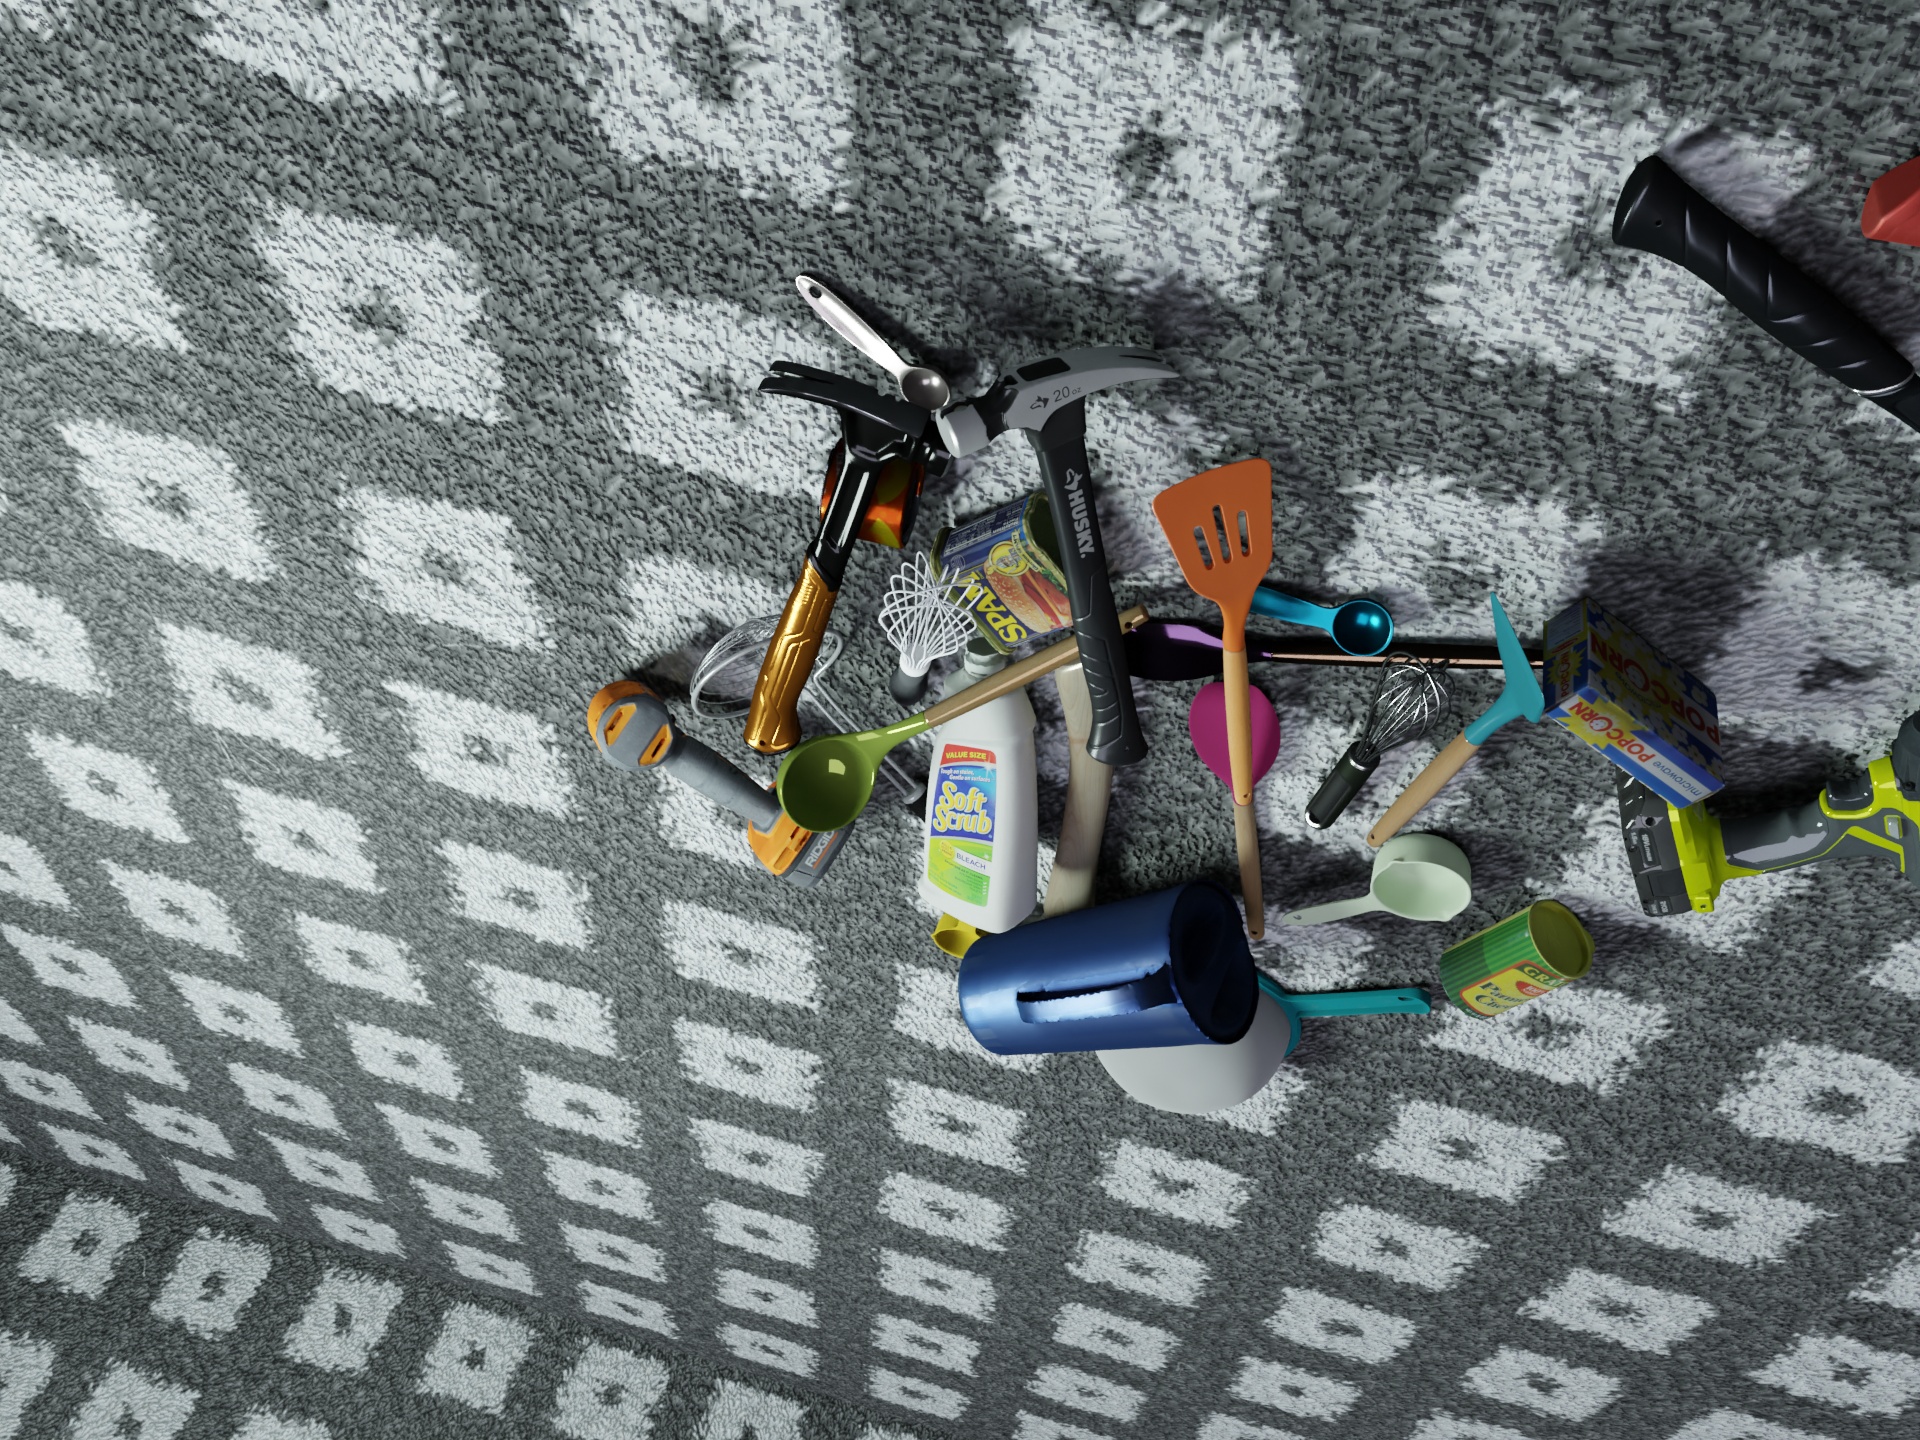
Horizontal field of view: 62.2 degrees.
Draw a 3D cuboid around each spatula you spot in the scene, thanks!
[{"bbox_3d":[0.341,0.023,1.122,0.044,0.082,0.317,-9,154,-14],"label":"spatula"},{"bbox_3d":[0.247,-0.046,1.124,0.316,0.018,0.059,2,137,22],"label":"spatula"},{"bbox_3d":[0.189,-0.044,1.110,0.081,0.041,0.322,-20,141,-4],"label":"spatula"}]

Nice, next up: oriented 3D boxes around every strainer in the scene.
[{"bbox_3d":[0.261,0.297,1.458,0.340,0.095,0.210,-11,132,33],"label":"strainer"}]

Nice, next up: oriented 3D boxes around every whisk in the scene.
[{"bbox_3d":[0.294,0.022,1.146,0.058,0.059,0.246,51,157,18],"label":"whisk"},{"bbox_3d":[-0.028,-0.052,1.137,0.070,0.070,0.284,20,166,-1],"label":"whisk"}]

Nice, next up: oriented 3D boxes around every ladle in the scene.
[{"bbox_3d":[-0.002,-0.004,1.167,0.320,0.062,0.078,-26,126,24],"label":"ladle"}]

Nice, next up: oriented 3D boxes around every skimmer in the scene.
[{"bbox_3d":[-0.073,0.041,1.297,0.127,0.090,0.363,-33,123,16],"label":"skimmer"}]

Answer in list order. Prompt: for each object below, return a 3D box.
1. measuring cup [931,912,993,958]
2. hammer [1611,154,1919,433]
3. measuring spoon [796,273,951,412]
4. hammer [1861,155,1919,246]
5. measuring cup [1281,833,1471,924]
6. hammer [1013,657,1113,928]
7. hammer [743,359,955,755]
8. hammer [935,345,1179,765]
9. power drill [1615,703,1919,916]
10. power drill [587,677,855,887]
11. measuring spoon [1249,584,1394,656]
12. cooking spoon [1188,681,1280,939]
[{"bbox_3d":[0.011,0.171,1.457,0.062,0.029,0.156,16,143,4],"label":"measuring cup"},{"bbox_3d":[0.514,-0.176,0.854,0.408,0.036,0.149,30,138,-13],"label":"hammer"},{"bbox_3d":[-0.054,-0.246,1.021,0.124,0.018,0.034,39,137,-13],"label":"measuring spoon"},{"bbox_3d":[0.624,-0.211,0.768,0.359,0.037,0.149,12,140,8],"label":"hammer"},{"bbox_3d":[0.333,0.134,1.286,0.167,0.038,0.083,-22,126,41],"label":"measuring cup"},{"bbox_3d":[0.111,0.081,1.305,0.146,0.038,0.410,11,141,8],"label":"hammer"},{"bbox_3d":[-0.106,-0.092,1.086,0.127,0.034,0.336,21,136,-4],"label":"hammer"},{"bbox_3d":[0.089,-0.093,1.047,0.146,0.035,0.334,-25,133,-8],"label":"hammer"},{"bbox_3d":[0.570,0.058,1.075,0.223,0.080,0.171,-11,133,26],"label":"power drill"},{"bbox_3d":[-0.211,0.042,1.336,0.226,0.084,0.164,34,178,-20],"label":"power drill"},{"bbox_3d":[0.236,-0.079,1.096,0.129,0.021,0.042,18,123,15],"label":"measuring spoon"},{"bbox_3d":[0.228,0.079,1.278,0.069,0.017,0.318,3,138,18],"label":"cooking spoon"}]
